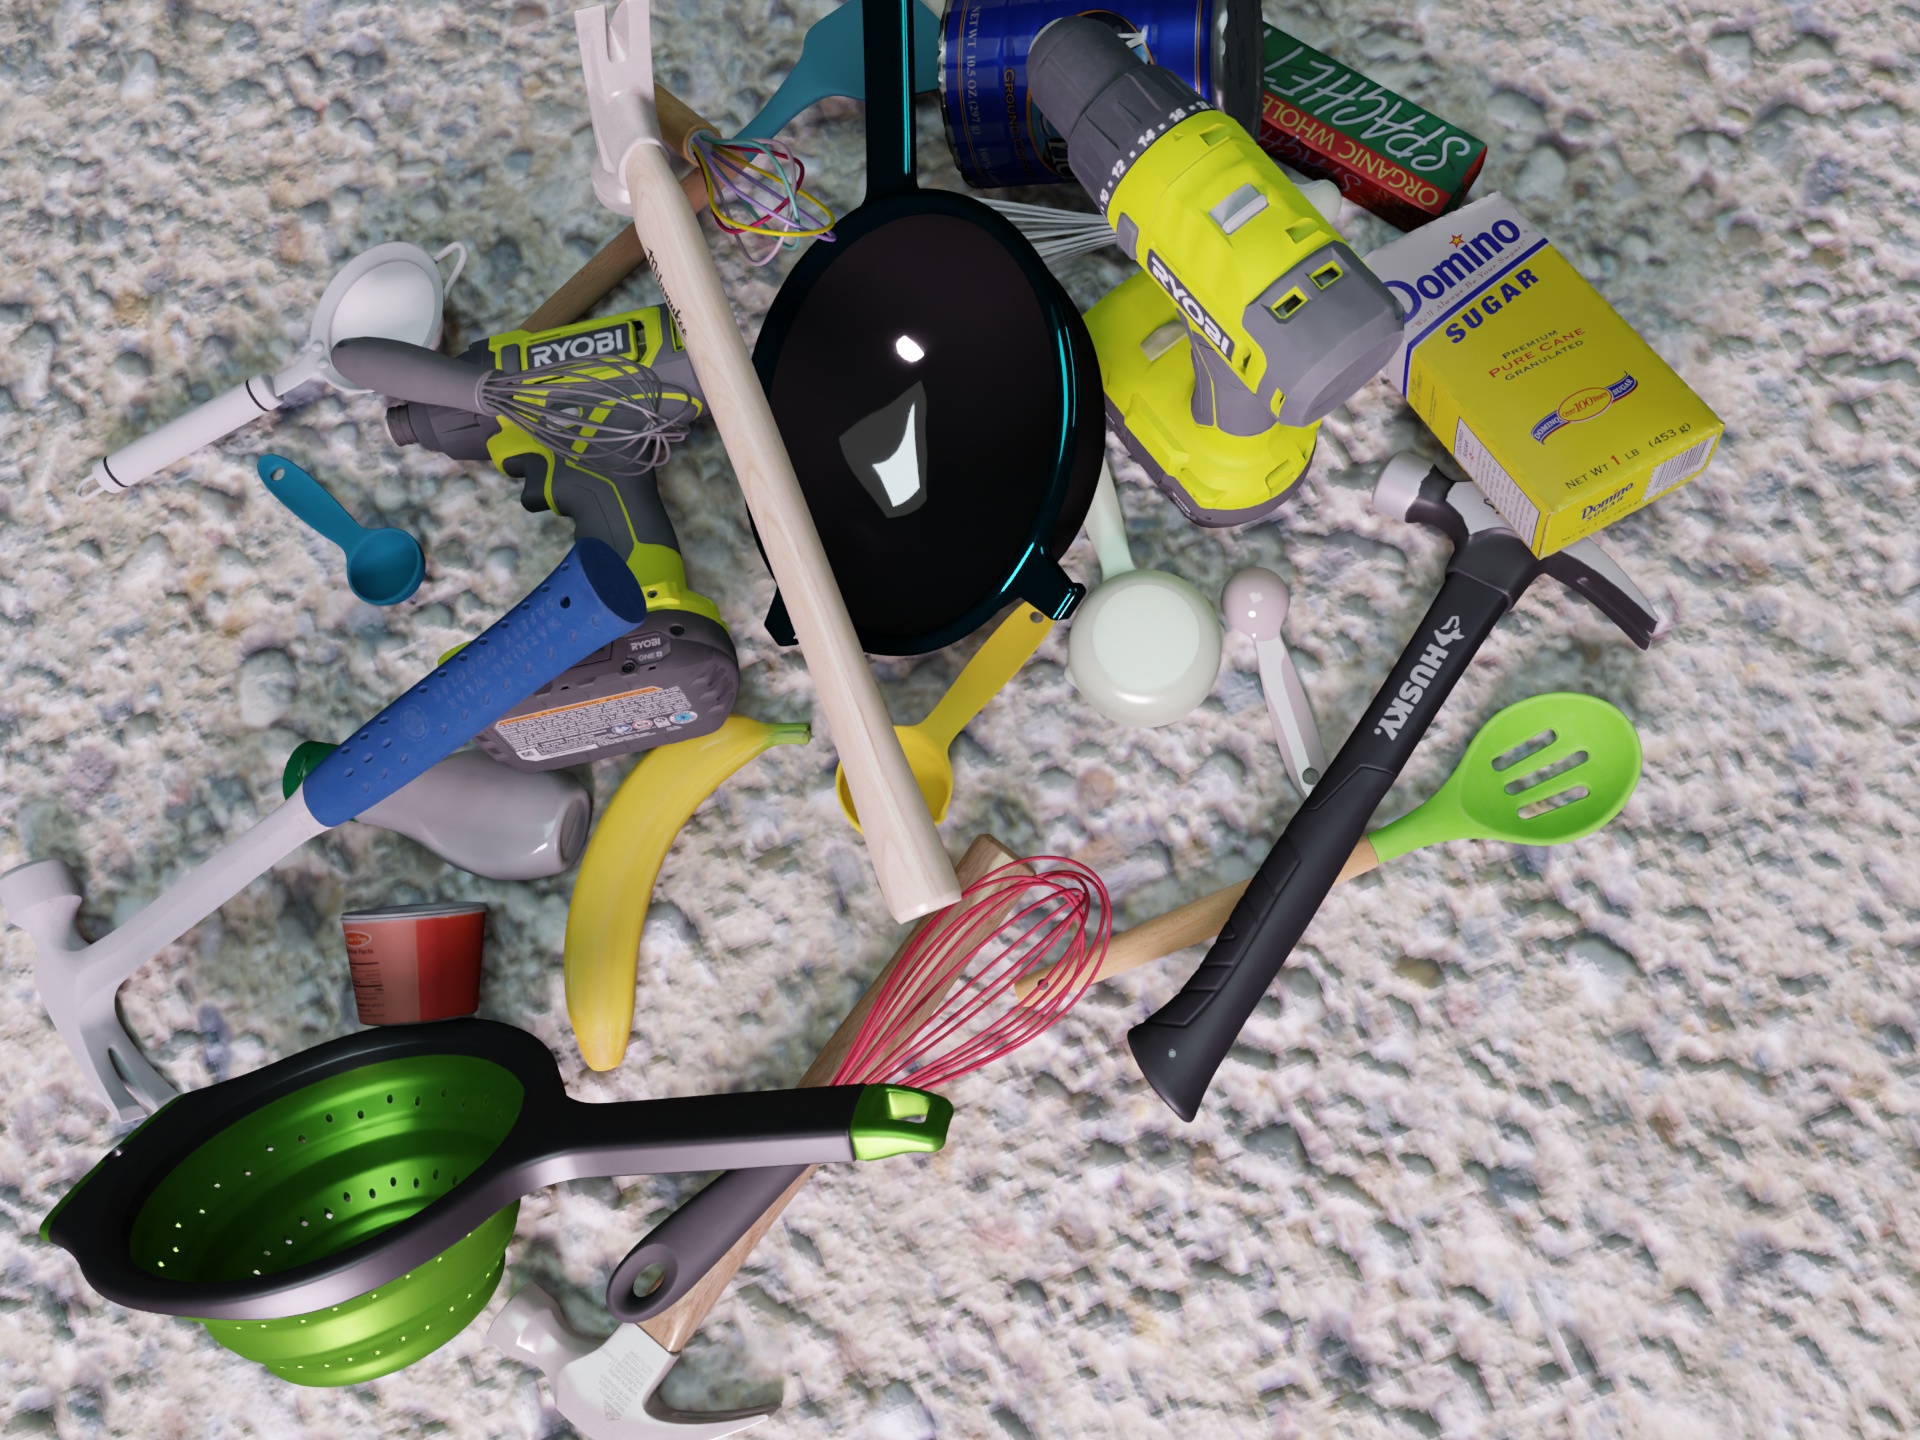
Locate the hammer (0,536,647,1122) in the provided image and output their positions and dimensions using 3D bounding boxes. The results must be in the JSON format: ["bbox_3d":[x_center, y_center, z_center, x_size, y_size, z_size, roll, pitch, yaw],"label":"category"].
[{"bbox_3d":[-0.295,0.047,0.725,0.405,0.035,0.144,-32,80,23],"label":"hammer"}]

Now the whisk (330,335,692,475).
[{"bbox_3d":[-0.219,-0.158,0.752,0.239,0.055,0.055,18,81,31],"label":"whisk"}]

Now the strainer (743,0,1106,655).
[{"bbox_3d":[-0.006,-0.200,0.760,0.211,0.095,0.340,-3,88,42],"label":"strainer"}]

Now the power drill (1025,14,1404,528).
[{"bbox_3d":[0.101,-0.190,0.709,0.080,0.228,0.191,-38,78,-2],"label":"power drill"}]

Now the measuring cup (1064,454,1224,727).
[{"bbox_3d":[0.078,-0.080,0.786,0.083,0.038,0.168,-16,80,2],"label":"measuring cup"}]

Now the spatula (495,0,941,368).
[{"bbox_3d":[-0.134,-0.282,0.855,0.317,0.044,0.082,-40,79,2],"label":"spatula"}]

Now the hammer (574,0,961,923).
[{"bbox_3d":[-0.085,-0.109,0.702,0.038,0.146,0.411,-20,83,-12],"label":"hammer"}]

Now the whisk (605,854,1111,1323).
[{"bbox_3d":[-0.048,0.168,0.713,0.296,0.073,0.073,-42,79,3],"label":"whisk"}]

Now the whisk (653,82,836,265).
[{"bbox_3d":[-0.123,-0.278,0.780,0.047,0.051,0.245,-33,42,-5],"label":"whisk"}]

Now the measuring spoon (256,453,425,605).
[{"bbox_3d":[-0.328,-0.103,0.844,0.129,0.021,0.042,38,85,20],"label":"measuring spoon"}]

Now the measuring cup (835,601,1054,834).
[{"bbox_3d":[-0.001,-0.003,0.792,0.062,0.029,0.156,37,73,11],"label":"measuring cup"}]

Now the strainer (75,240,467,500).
[{"bbox_3d":[-0.363,-0.179,0.848,0.258,0.050,0.087,-26,68,6],"label":"strainer"}]

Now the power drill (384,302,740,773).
[{"bbox_3d":[-0.196,-0.095,0.785,0.171,0.080,0.223,-13,65,2],"label":"power drill"}]

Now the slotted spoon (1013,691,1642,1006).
[{"bbox_3d":[0.171,0.070,0.757,0.314,0.031,0.070,-23,76,2],"label":"slotted spoon"}]

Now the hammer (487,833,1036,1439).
[{"bbox_3d":[-0.072,0.196,0.752,0.130,0.031,0.331,36,84,11],"label":"hammer"}]

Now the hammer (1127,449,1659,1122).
[{"bbox_3d":[0.184,0.036,0.733,0.146,0.035,0.335,30,80,23],"label":"hammer"}]

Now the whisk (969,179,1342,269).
[{"bbox_3d":[0.074,-0.252,0.822,0.246,0.058,0.059,-7,113,1],"label":"whisk"}]

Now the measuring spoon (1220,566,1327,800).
[{"bbox_3d":[0.158,-0.018,0.778,0.034,0.018,0.124,-16,79,2],"label":"measuring spoon"}]

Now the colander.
[{"bbox_3d":[-0.190,0.216,0.693,0.397,0.205,0.094,-7,110,13],"label":"colander"}]
